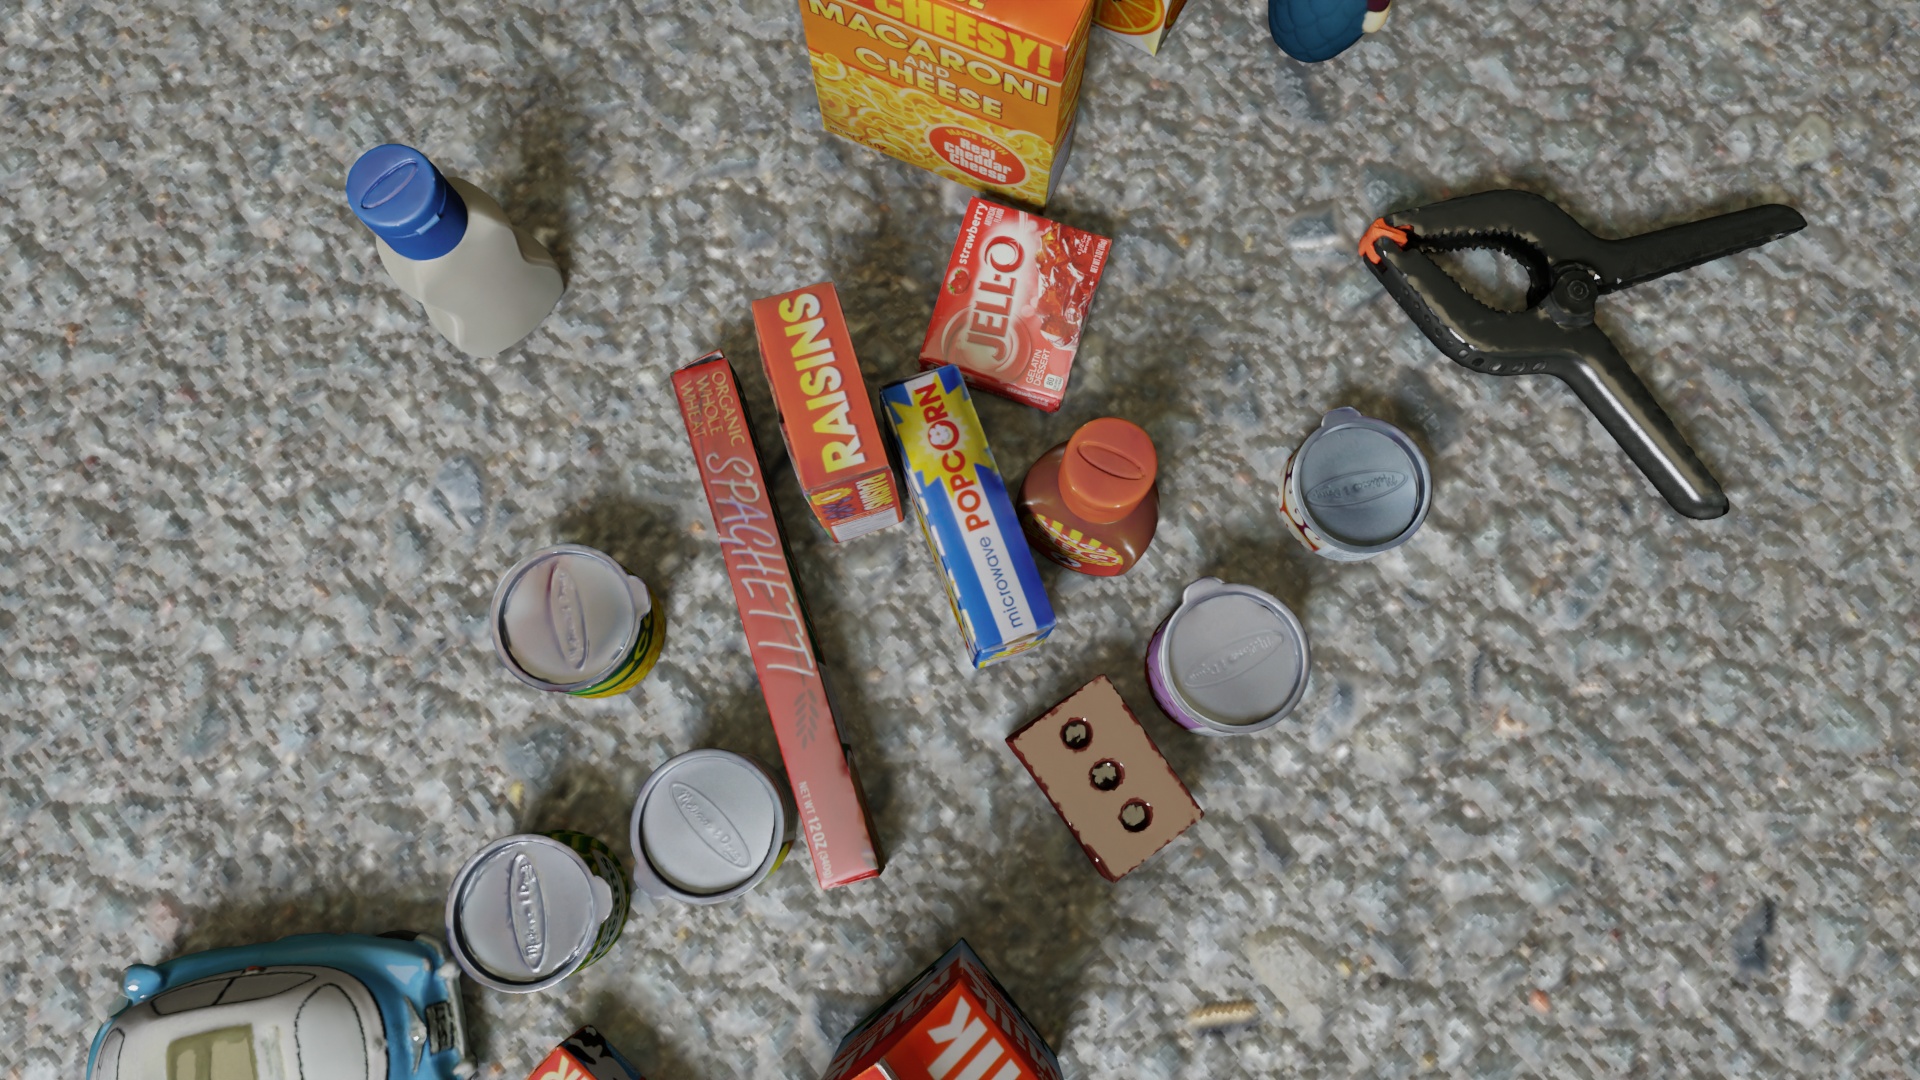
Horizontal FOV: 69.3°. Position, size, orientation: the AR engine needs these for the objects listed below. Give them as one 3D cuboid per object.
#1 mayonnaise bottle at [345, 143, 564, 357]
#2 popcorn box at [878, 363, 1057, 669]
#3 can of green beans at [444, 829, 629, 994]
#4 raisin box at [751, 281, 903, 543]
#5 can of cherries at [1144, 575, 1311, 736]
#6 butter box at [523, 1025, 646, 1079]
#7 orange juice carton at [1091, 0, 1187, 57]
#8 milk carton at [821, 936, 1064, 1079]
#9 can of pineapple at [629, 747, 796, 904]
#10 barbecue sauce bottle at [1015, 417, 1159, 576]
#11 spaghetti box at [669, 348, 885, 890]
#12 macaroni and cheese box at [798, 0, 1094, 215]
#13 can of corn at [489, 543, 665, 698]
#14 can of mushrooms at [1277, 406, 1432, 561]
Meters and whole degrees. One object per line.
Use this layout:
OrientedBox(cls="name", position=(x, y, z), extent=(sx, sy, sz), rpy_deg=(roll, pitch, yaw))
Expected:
OrientedBox(cls="mayonnaise bottle", position=(-0.226, -0.129, 0.622), extent=(0.065, 0.148, 0.041), rpy_deg=(-43, 83, -7))
OrientedBox(cls="popcorn box", position=(0.002, -0.008, 0.633), extent=(0.038, 0.085, 0.127), rpy_deg=(-20, 81, -4))
OrientedBox(cls="can of green beans", position=(-0.185, 0.162, 0.615), extent=(0.071, 0.057, 0.071), rpy_deg=(0, 80, 0))
OrientedBox(cls="raisin box", position=(-0.058, -0.053, 0.622), extent=(0.040, 0.123, 0.086), rpy_deg=(-16, 81, -3))
OrientedBox(cls="can of cherries", position=(0.120, 0.054, 0.636), extent=(0.071, 0.058, 0.071), rpy_deg=(0, 80, 0))
OrientedBox(cls="butter box", position=(-0.139, 0.257, 0.600), extent=(0.103, 0.053, 0.024), rpy_deg=(42, 83, 7))
OrientedBox(cls="orange juice carton", position=(0.087, -0.312, 0.634), extent=(0.073, 0.192, 0.072), rpy_deg=(29, 81, 5))
OrientedBox(cls="milk carton", position=(-0.005, 0.214, 0.539), extent=(0.073, 0.190, 0.072), rpy_deg=(-39, 83, -6))
OrientedBox(cls="can of pineapple", position=(-0.110, 0.127, 0.622), extent=(0.071, 0.057, 0.071), rpy_deg=(0, 80, 0))
OrientedBox(cls="barbecue sauce bottle", position=(0.058, -0.019, 0.603), extent=(0.065, 0.148, 0.044), rpy_deg=(25, 81, 4))
OrientedBox(cls="spaghetti box", position=(-0.084, 0.035, 0.643), extent=(0.029, 0.050, 0.250), rpy_deg=(-18, 80, -3))
OrientedBox(cls="macaroni and cheese box", position=(-0.007, -0.218, 0.630), extent=(0.124, 0.166, 0.040), rpy_deg=(22, 81, 4))
OrientedBox(cls="can of corn", position=(-0.171, 0.038, 0.638), extent=(0.071, 0.058, 0.071), rpy_deg=(0, 80, 0))
OrientedBox(cls="can of mushrooms", position=(0.187, -0.026, 0.664), extent=(0.071, 0.033, 0.071), rpy_deg=(0, 80, 0))
